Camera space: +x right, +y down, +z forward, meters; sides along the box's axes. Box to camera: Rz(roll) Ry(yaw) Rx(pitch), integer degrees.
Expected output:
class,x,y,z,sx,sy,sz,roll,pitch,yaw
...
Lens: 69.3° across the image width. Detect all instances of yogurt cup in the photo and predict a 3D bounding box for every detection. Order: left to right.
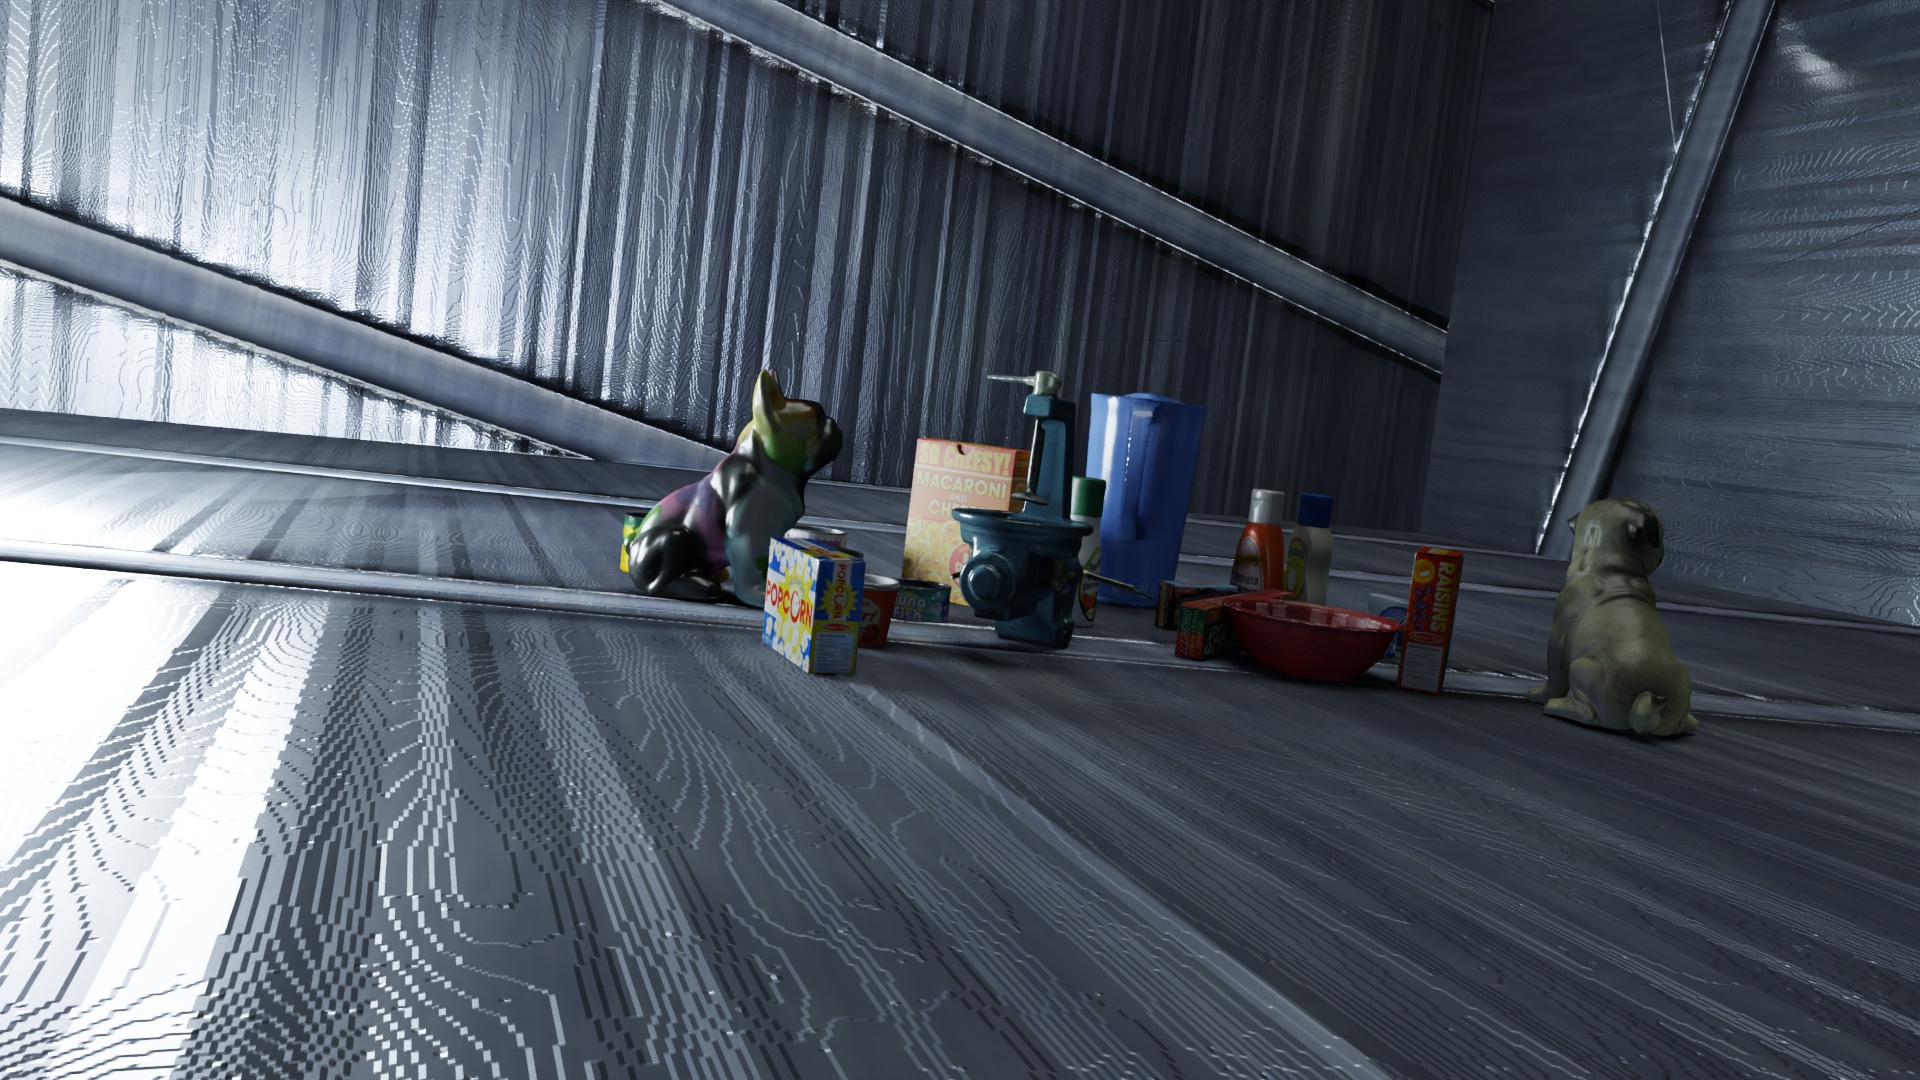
class,x,y,z,sx,sy,sz,roll,pitch,yaw
yogurt cup,-0.086,0.057,1.150,0.072,0.054,0.072,6,5,0

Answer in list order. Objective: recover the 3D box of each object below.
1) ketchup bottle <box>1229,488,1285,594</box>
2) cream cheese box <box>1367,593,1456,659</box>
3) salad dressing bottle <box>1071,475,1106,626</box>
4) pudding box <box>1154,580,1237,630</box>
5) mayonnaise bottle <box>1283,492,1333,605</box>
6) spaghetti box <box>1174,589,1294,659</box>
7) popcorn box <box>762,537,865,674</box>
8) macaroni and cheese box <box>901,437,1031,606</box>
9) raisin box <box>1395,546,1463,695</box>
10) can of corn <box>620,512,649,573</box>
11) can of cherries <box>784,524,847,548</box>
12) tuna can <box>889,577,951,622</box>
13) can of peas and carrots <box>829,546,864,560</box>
class,x,y,z,sx,sy,sz,roll,pitch,yaw
ketchup bottle,0.338,0.017,1.567,0.043,0.148,0.065,3,6,-34
cream cheese box,0.472,0.090,1.465,0.024,0.053,0.104,4,6,-28
salad dressing bottle,0.119,0.010,1.385,0.044,0.147,0.064,9,5,27
pudding box,0.246,0.068,1.447,0.084,0.049,0.030,4,6,-28
mayonnaise bottle,0.410,0.019,1.636,0.041,0.148,0.065,5,5,-19
spaghetti box,0.271,0.080,1.354,0.028,0.050,0.250,9,6,31
popcorn box,-0.113,0.047,1.054,0.038,0.085,0.127,4,6,-25
macaroni and cheese box,0.005,-0.018,1.449,0.124,0.166,0.040,10,6,32
raisin box,0.423,0.070,1.248,0.040,0.123,0.086,8,5,22
can of corn,-0.310,0.004,1.412,0.071,0.058,0.071,6,5,0
can of cherries,-0.158,0.016,1.469,0.071,0.058,0.071,6,5,0
tuna can,-0.043,0.056,1.317,0.071,0.032,0.071,6,5,0
can of peas and carrots,-0.127,0.037,1.283,0.071,0.058,0.071,6,5,0
